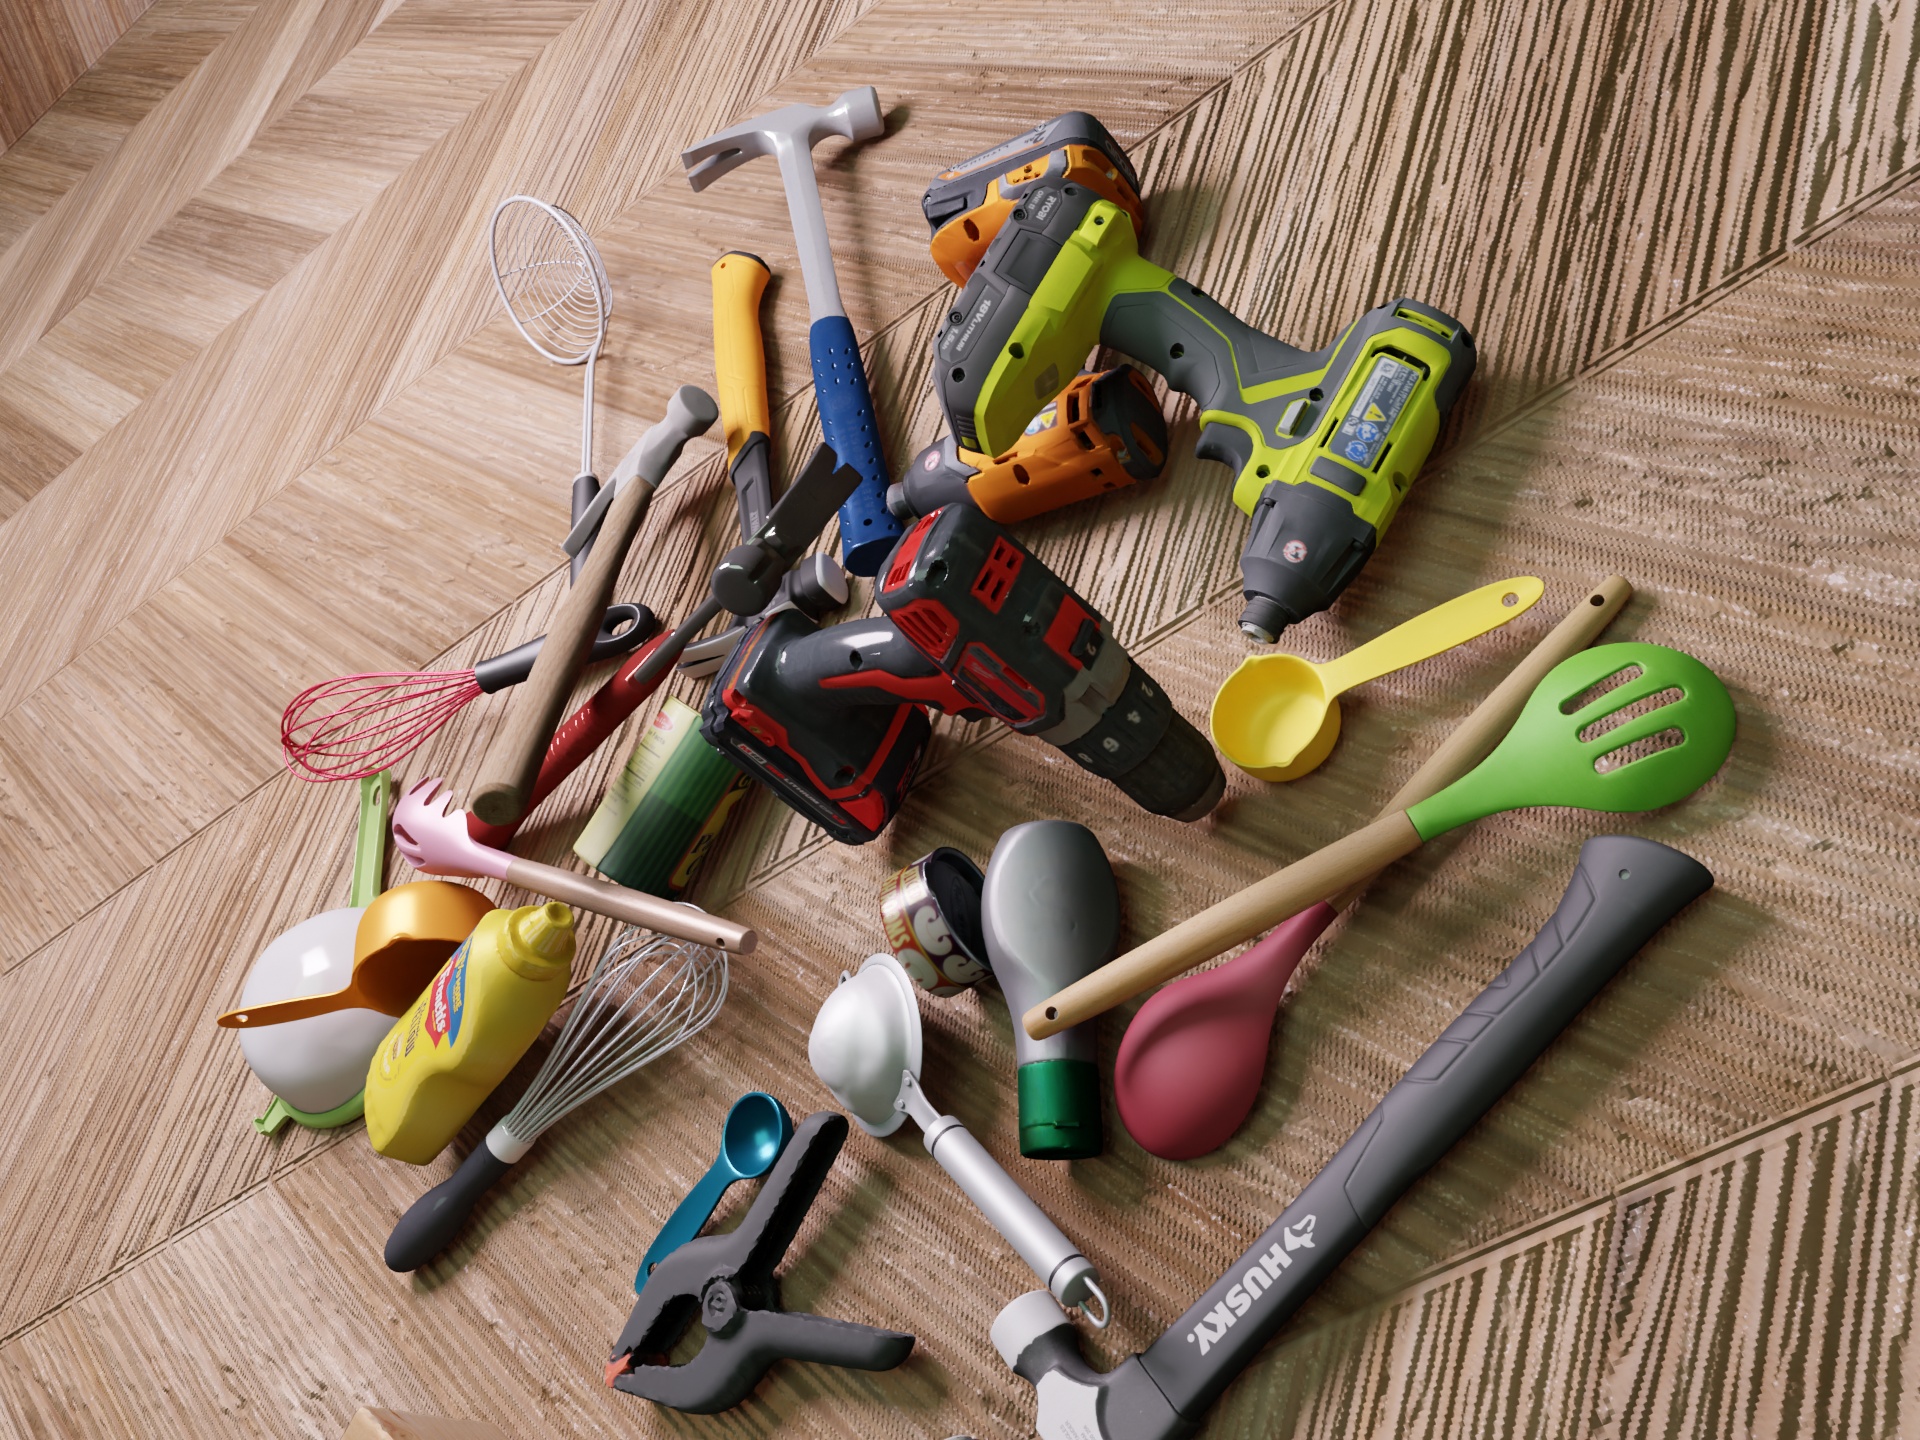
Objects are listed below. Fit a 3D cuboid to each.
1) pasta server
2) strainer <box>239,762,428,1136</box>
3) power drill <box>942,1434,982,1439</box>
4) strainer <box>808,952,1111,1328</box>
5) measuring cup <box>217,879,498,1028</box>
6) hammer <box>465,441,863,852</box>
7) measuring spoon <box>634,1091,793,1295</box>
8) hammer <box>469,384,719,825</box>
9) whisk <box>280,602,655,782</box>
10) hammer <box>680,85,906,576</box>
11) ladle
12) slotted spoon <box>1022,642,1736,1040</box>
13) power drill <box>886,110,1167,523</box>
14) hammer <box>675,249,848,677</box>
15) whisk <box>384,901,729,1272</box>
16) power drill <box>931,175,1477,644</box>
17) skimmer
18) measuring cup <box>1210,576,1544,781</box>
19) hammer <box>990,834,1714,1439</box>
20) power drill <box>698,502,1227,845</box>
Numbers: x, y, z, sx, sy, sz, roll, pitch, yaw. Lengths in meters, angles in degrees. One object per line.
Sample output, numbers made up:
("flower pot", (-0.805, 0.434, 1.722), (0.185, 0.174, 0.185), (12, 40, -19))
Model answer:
("pasta server", (-0.221, 0.084, 0.874), (0.316, 0.060, 0.040), (10, 30, 38))
("strainer", (-0.413, 0.133, 1.039), (0.151, 0.069, 0.257), (-23, 55, 25))
("power drill", (-0.035, 0.406, 0.597), (0.228, 0.080, 0.191), (-37, 50, 11))
("strainer", (-0.012, 0.180, 0.706), (0.259, 0.050, 0.087), (35, 116, 50))
("measuring cup", (-0.358, 0.144, 0.954), (0.173, 0.095, 0.052), (-13, 49, 1))
("hammer", (-0.193, -0.020, 0.925), (0.359, 0.036, 0.149), (-39, 15, 34))
("measuring spoon", (-0.122, 0.241, 0.800), (0.128, 0.021, 0.042), (-54, 47, 11))
("hammer", (-0.222, -0.066, 0.936), (0.130, 0.031, 0.332), (-39, 27, 36))
("whisk", (-0.335, -0.023, 1.064), (0.296, 0.073, 0.073), (-18, 55, 15))
("hammer", (-0.091, -0.259, 1.024), (0.144, 0.035, 0.406), (-14, 58, 2))
("ladle", (0.173, 0.059, 0.672), (0.315, 0.031, 0.069), (-48, 51, 2))
("slotted spoon", (0.163, 0.057, 0.648), (0.314, 0.031, 0.070), (-29, 66, 12))
("power drill", (0.030, -0.215, 0.899), (0.164, 0.084, 0.227), (-15, 61, 30))
("hammer", (-0.145, -0.184, 1.043), (0.127, 0.034, 0.337), (-25, 53, 22))
("whisk", (-0.227, 0.207, 0.871), (0.284, 0.070, 0.070), (-46, 47, 12))
("power drill", (0.106, -0.149, 0.754), (0.223, 0.080, 0.171), (28, 81, 14))
("skimmer", (-0.297, -0.222, 1.141), (0.127, 0.090, 0.364), (129, 141, -49))
("measuring cup", (0.186, -0.020, 0.707), (0.156, 0.029, 0.062), (-26, 52, 20))
("hammer", (0.162, 0.176, 0.608), (0.335, 0.035, 0.146), (-48, 46, 4))
("power drill", (-0.001, -0.002, 0.756), (0.227, 0.187, 0.080), (-19, 38, 52))
